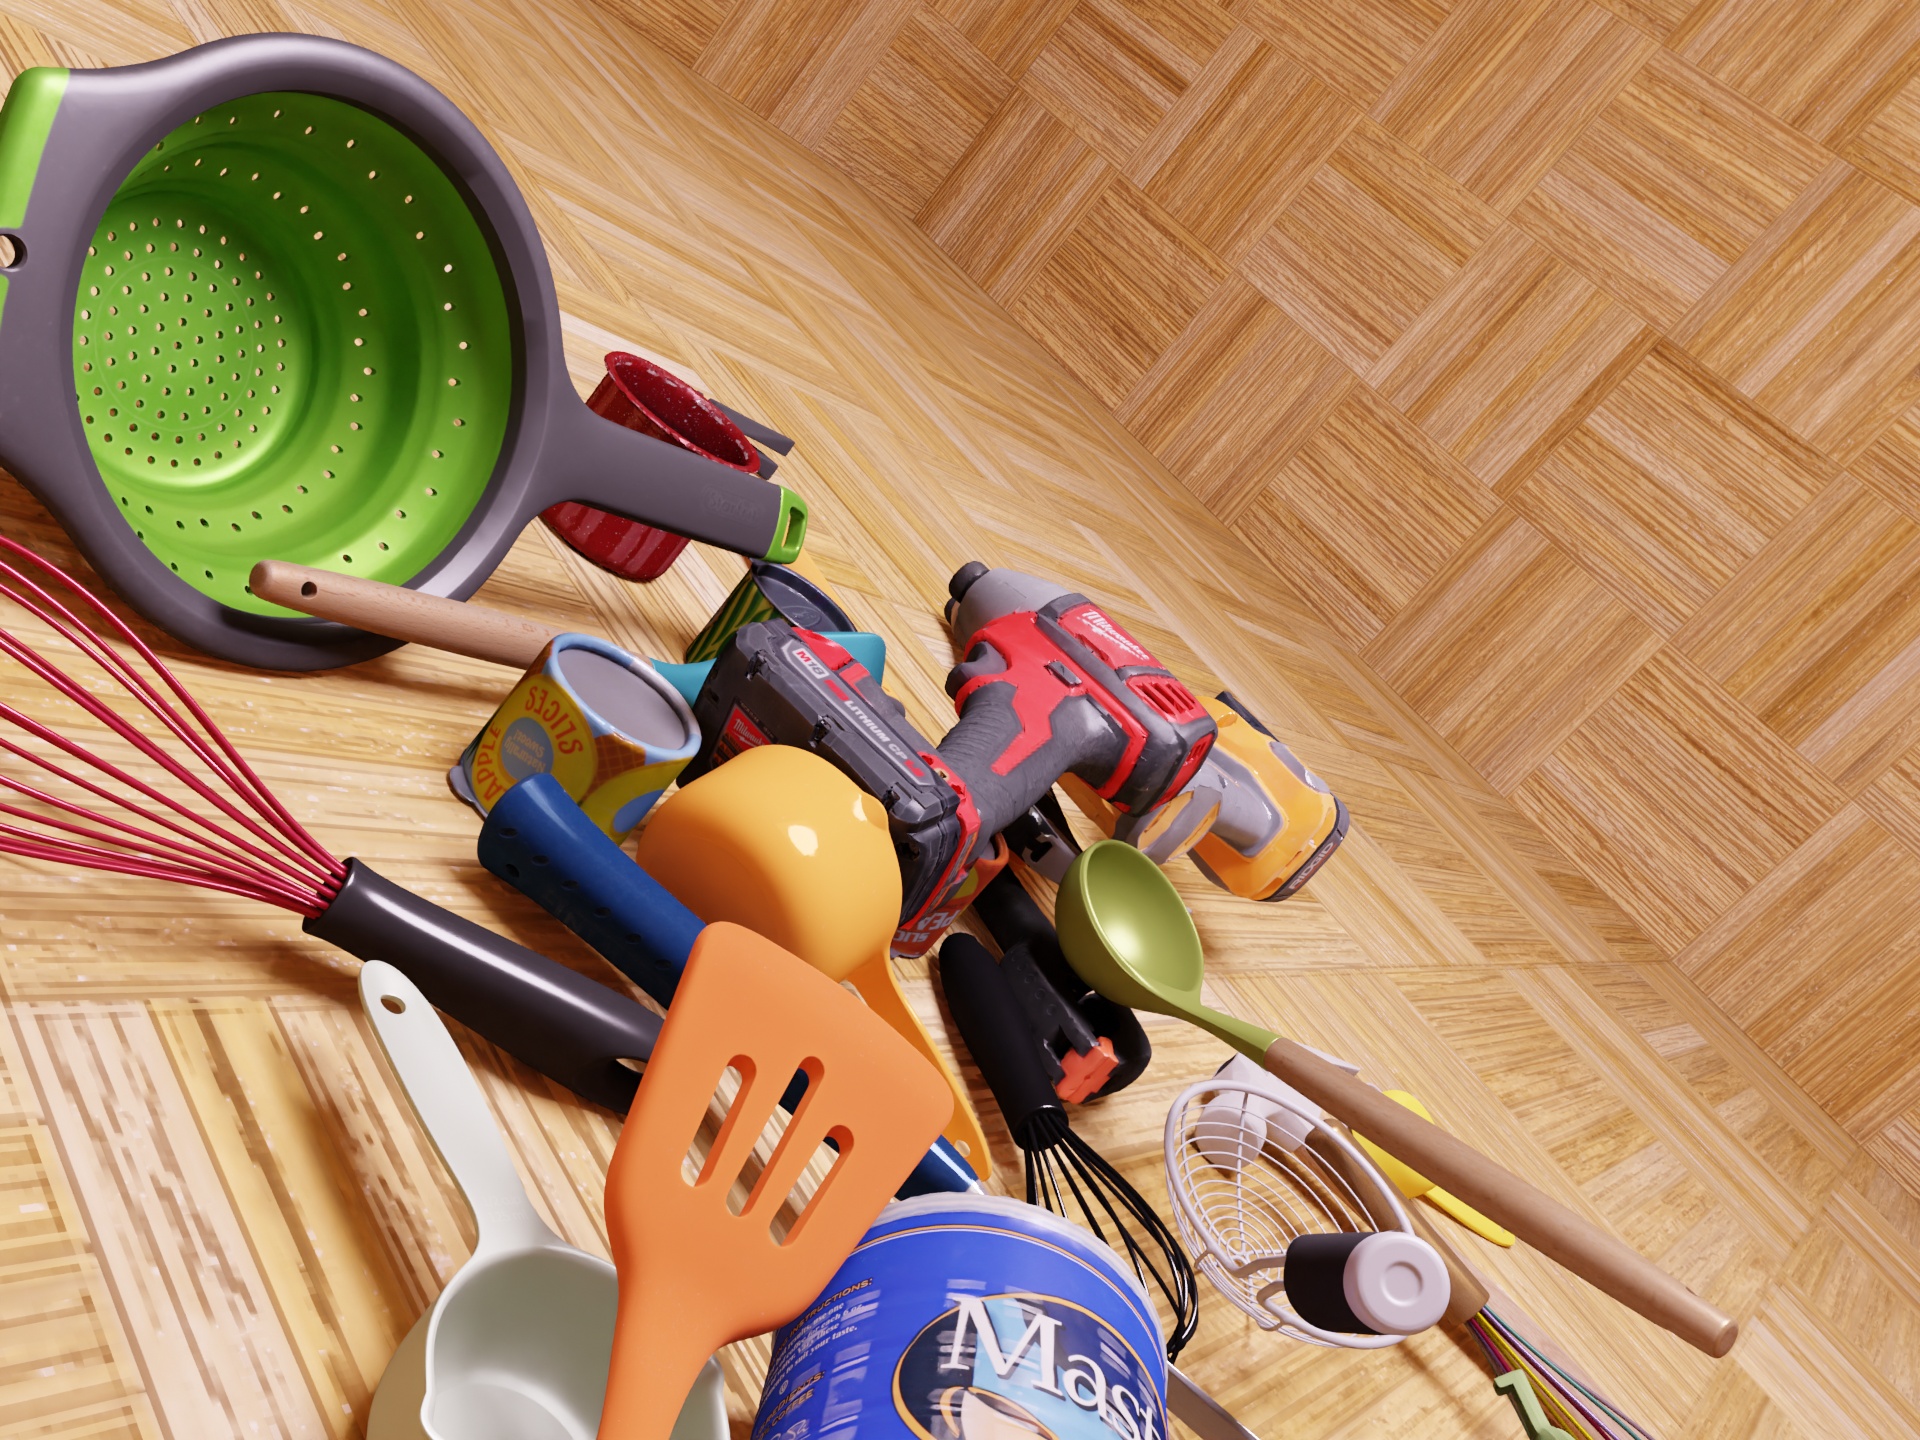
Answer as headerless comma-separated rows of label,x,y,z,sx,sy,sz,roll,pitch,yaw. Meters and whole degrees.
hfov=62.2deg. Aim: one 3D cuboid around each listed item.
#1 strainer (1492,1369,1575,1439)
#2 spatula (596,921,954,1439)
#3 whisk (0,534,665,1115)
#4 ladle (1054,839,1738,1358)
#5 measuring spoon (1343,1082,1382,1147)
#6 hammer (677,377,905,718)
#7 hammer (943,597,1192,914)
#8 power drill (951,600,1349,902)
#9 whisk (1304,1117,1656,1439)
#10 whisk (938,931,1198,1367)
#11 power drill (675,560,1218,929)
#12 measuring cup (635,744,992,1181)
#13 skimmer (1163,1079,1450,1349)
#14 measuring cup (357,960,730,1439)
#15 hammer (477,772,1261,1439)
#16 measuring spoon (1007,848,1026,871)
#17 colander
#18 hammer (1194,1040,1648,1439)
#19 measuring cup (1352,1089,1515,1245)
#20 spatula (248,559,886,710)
strainer,0.186,0.315,0.444,0.256,0.069,0.151,-70,142,-82
spatula,-0.067,0.164,0.274,0.081,0.041,0.323,39,30,-14
whisk,-0.183,0.036,0.419,0.295,0.073,0.073,38,17,-27
ladle,0.141,0.125,0.589,0.078,0.062,0.320,26,1,-38
measuring spoon,0.208,0.225,0.861,0.124,0.018,0.034,-3,61,-57
hammer,-0.105,-0.100,0.950,0.127,0.034,0.337,23,25,-42
hammer,0.035,0.002,0.947,0.149,0.036,0.409,38,13,-19
power drill,0.100,0.011,0.868,0.226,0.084,0.186,21,23,-53
whisk,0.238,0.278,0.700,0.245,0.051,0.047,50,22,12
whisk,0.032,0.156,0.605,0.055,0.055,0.239,31,16,-30
power drill,-0.001,-0.002,0.656,0.143,0.078,0.219,45,38,20
measuring cup,-0.048,0.094,0.545,0.052,0.095,0.173,-27,84,-51
skimmer,0.128,0.160,0.529,0.127,0.090,0.363,42,-11,15
measuring cup,-0.116,0.128,0.371,0.083,0.038,0.168,17,27,-53
hammer,0.007,0.155,0.477,0.406,0.144,0.035,37,52,15
measuring spoon,-0.009,0.062,0.804,0.116,0.011,0.021,18,30,-44
colander,-0.203,-0.117,0.617,0.094,0.204,0.396,14,1,30
hammer,0.250,0.281,0.767,0.331,0.031,0.130,45,25,7
measuring cup,0.272,0.253,0.877,0.156,0.029,0.062,37,36,-28
spatula,-0.136,-0.023,0.632,0.044,0.082,0.317,11,-2,30
